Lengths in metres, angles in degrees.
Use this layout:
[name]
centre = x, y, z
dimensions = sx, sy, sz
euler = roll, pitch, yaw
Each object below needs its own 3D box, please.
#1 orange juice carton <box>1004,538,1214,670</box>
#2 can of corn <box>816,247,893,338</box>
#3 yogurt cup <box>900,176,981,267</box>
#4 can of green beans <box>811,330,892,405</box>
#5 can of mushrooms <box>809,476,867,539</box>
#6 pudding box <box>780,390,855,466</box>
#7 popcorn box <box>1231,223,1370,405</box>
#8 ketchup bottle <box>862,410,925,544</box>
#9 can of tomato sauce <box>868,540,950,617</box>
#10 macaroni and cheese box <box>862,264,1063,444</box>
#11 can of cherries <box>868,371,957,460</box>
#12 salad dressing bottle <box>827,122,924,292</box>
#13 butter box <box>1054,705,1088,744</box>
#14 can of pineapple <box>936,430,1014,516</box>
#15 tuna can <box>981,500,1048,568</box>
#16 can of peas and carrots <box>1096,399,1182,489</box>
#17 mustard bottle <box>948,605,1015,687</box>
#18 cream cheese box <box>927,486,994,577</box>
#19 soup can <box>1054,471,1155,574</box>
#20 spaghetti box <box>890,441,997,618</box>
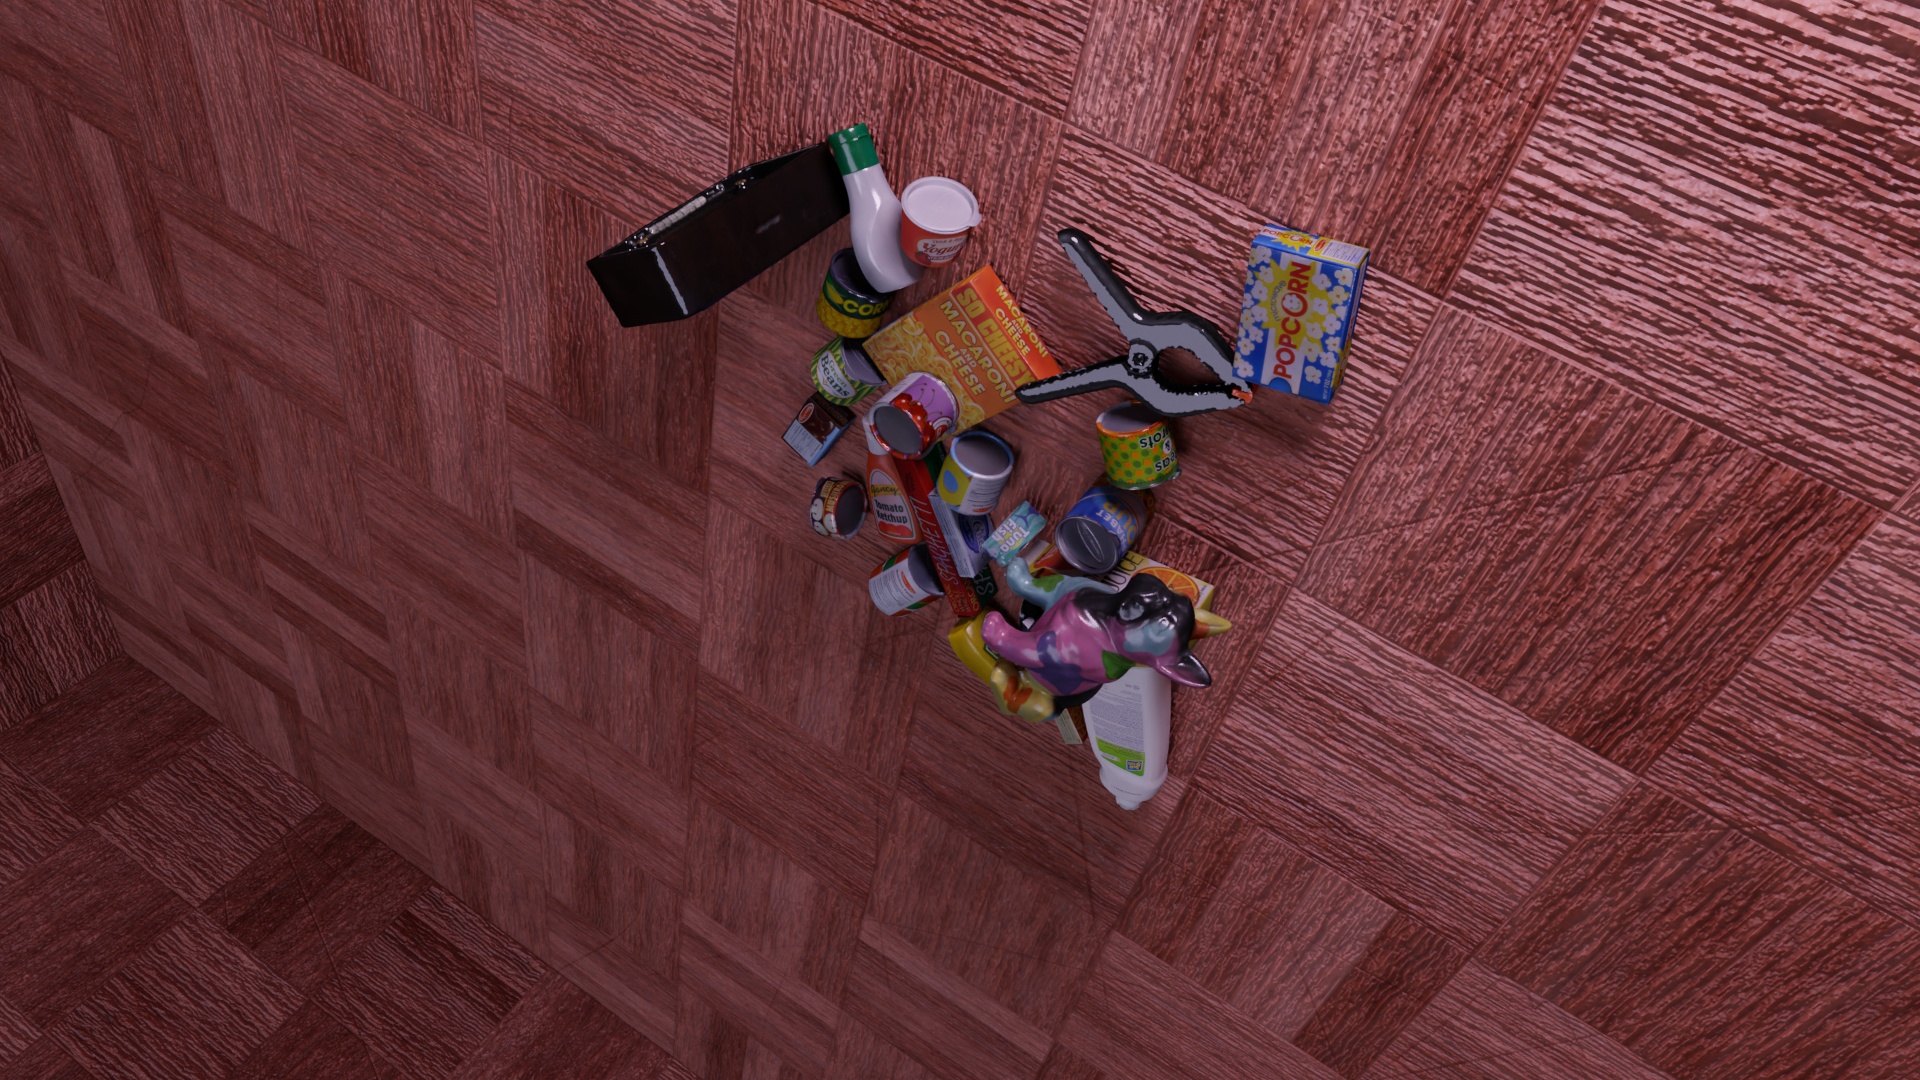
[orange juice carton]
centre = 0.143, 0.053, 1.370
dimensions = 0.193, 0.072, 0.072
euler = 24, 135, 21
[can of corn]
centre = -0.098, -0.233, 1.322
dimensions = 0.071, 0.071, 0.058
euler = 37, 140, 7
[yogurt cup]
centre = -0.022, -0.279, 1.228
dimensions = 0.072, 0.073, 0.053
euler = 34, 146, 10
[can of green beans]
centre = -0.107, -0.174, 1.382
dimensions = 0.057, 0.071, 0.071
euler = -26, 106, 48
[can of mushrooms]
centre = -0.133, -0.037, 1.518
dimensions = 0.033, 0.071, 0.070
euler = 13, 131, 30
[pudding box]
centre = -0.153, -0.121, 1.491
dimensions = 0.049, 0.030, 0.083
euler = 45, 139, 0
[popcorn box]
centre = 0.268, -0.179, 1.100
dimensions = 0.085, 0.038, 0.126
euler = 20, 134, 23
[ketchup bottle]
centre = -0.070, -0.068, 1.460
dimensions = 0.065, 0.044, 0.148
euler = 12, 130, 31
[can of tomato sauce]
centre = -0.050, 0.041, 1.522
dimensions = 0.071, 0.071, 0.082
euler = 50, 139, -8
[macaroni and cheese box]
centre = 0.000, -0.174, 1.317
dimensions = 0.166, 0.040, 0.123
euler = -21, 110, 47
[can of cherries]
centre = -0.044, -0.117, 1.323
dimensions = 0.071, 0.059, 0.071
euler = 23, 136, 24
[salad dressing bottle]
centre = -0.078, -0.301, 1.259
dimensions = 0.044, 0.064, 0.147
euler = 2, 117, 50
[butter box]
centre = 0.116, 0.166, 1.503
dimensions = 0.024, 0.053, 0.103
euler = -6, 121, 38
[can of pineapple]
centre = 0.014, -0.069, 1.376
dimensions = 0.071, 0.071, 0.057
euler = 34, 138, 11
[tuna can]
centre = 0.054, -0.006, 1.393
dimensions = 0.033, 0.071, 0.070
euler = 44, 139, 0
[can of peas and carrots]
centre = 0.160, -0.086, 1.243
dimensions = 0.071, 0.071, 0.058
euler = 7, 127, 35
[mustard bottle]
centre = 0.060, 0.141, 1.522
dimensions = 0.160, 0.065, 0.048
euler = 45, 145, -10
[cream cheese box]
centre = 0.005, -0.018, 1.435
dimensions = 0.024, 0.054, 0.103
euler = 3, 125, 39
[soup can]
centre = 0.139, -0.018, 1.304
dimensions = 0.071, 0.084, 0.071
euler = 21, 135, 23
[spaghetti box]
centre = -0.021, -0.031, 1.447
dimensions = 0.028, 0.050, 0.249
euler = 2, 125, 38
